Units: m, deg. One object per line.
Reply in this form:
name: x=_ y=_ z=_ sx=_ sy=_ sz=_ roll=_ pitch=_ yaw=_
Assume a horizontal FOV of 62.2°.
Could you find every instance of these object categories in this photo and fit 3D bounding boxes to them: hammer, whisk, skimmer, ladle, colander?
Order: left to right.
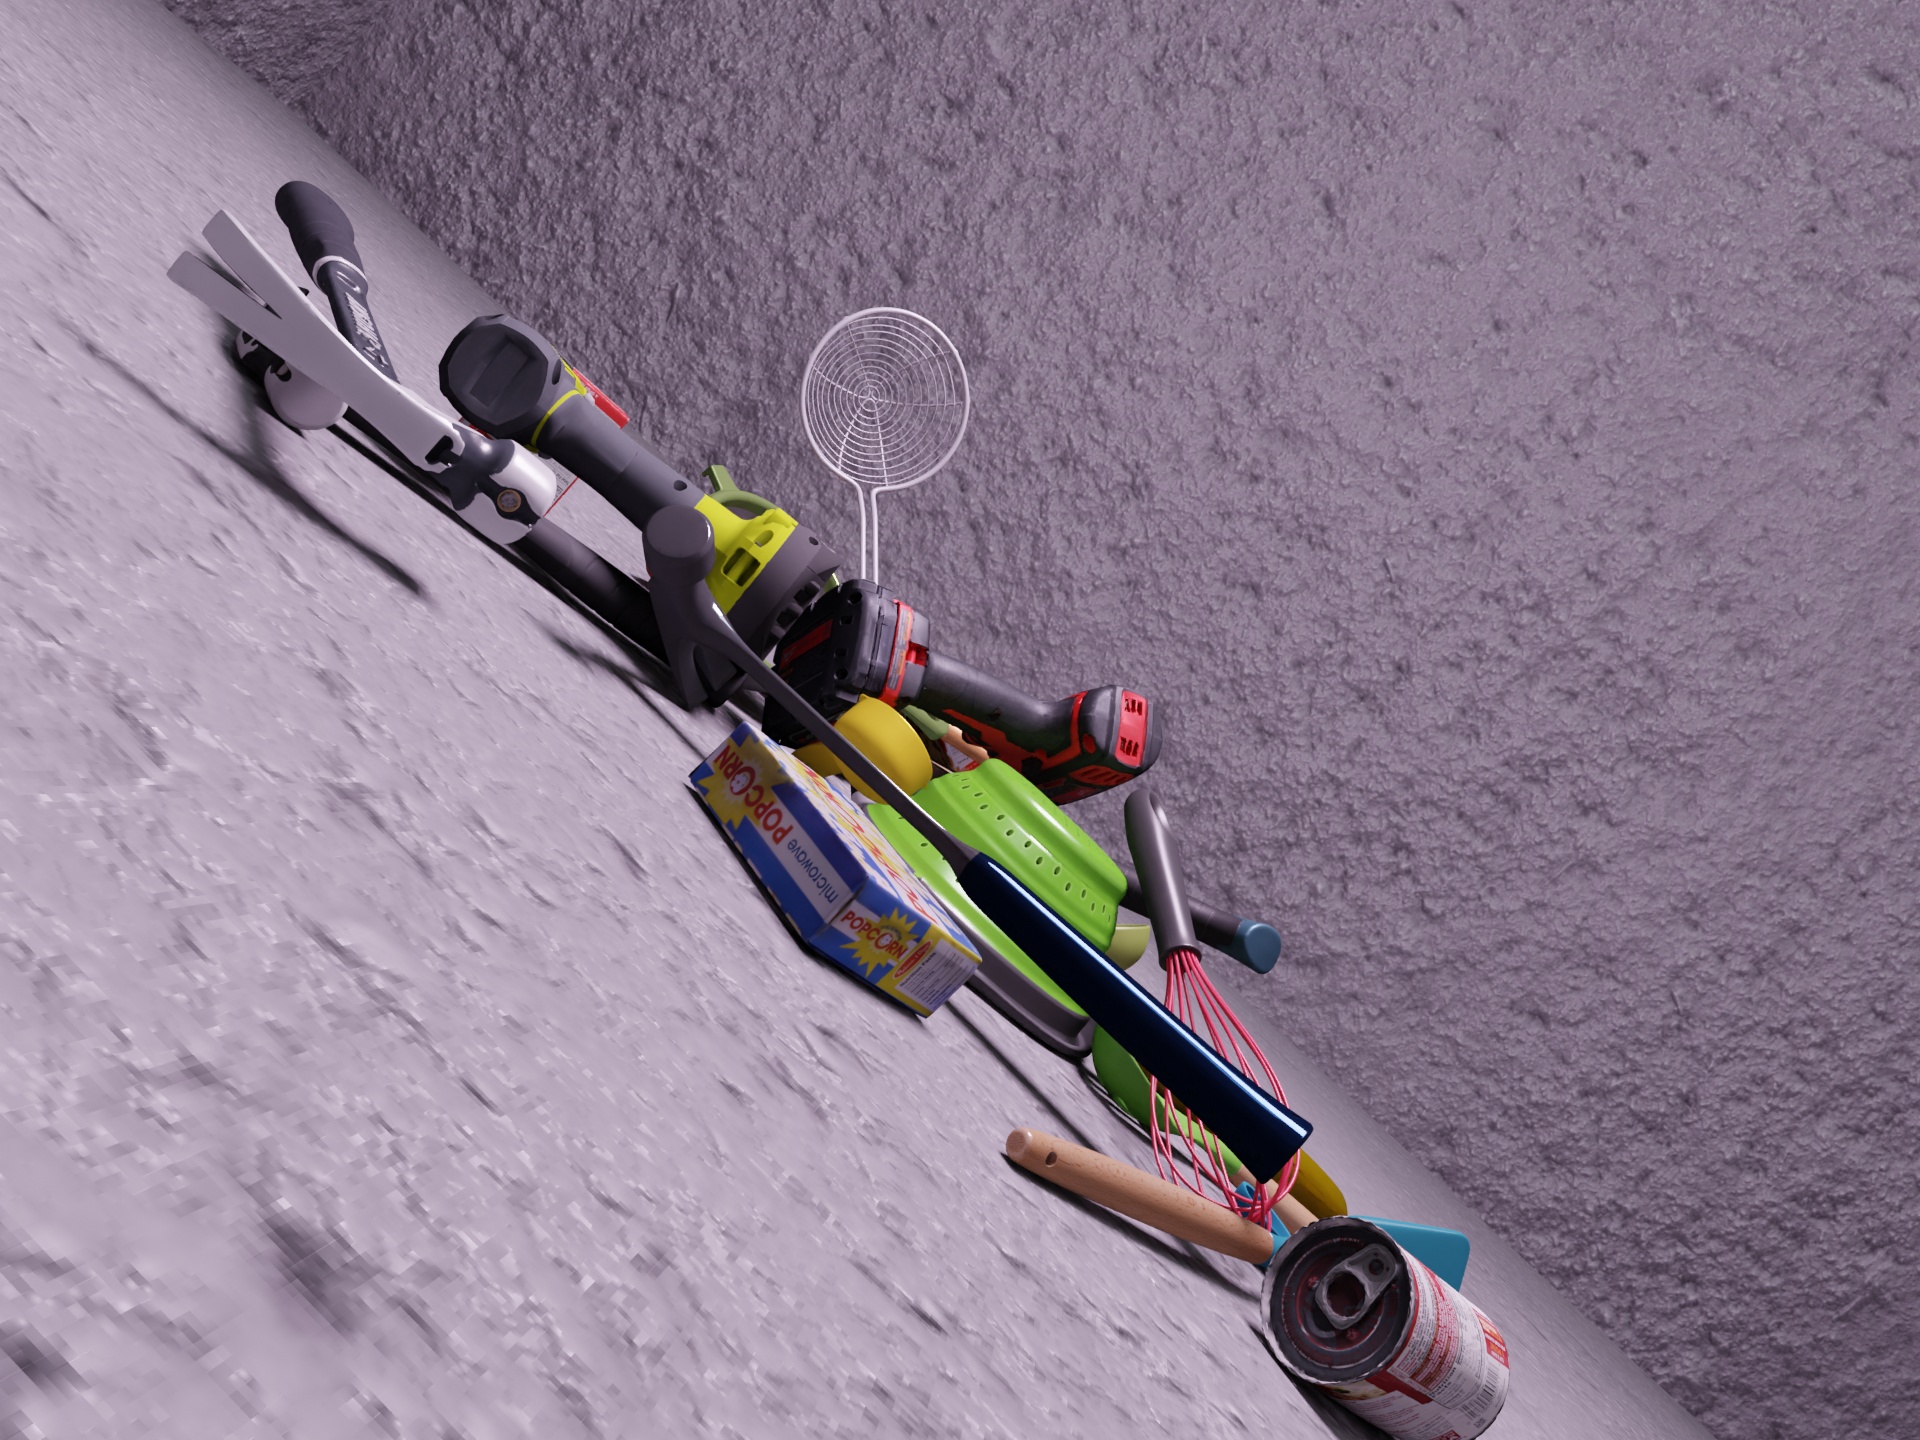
hammer: x=-0.289 y=-0.201 z=0.732 sx=0.149 sy=0.036 sz=0.409 roll=41 pitch=4 yaw=-36
hammer: x=-0.227 y=-0.102 z=0.829 sx=0.334 sy=0.035 sz=0.146 roll=41 pitch=3 yaw=-43
skimmer: x=-0.051 y=-0.114 z=1.073 sx=0.127 sy=0.090 sz=0.364 roll=12 pitch=58 yaw=-23
hammer: x=-0.003 y=0.064 z=0.755 sx=0.406 sy=0.035 sz=0.144 roll=42 pitch=-23 yaw=14
ladle: x=0.011 y=0.087 z=1.217 sx=0.320 sy=0.062 sz=0.078 roll=40 pitch=-11 yaw=-4
hammer: x=0.063 y=0.090 z=1.087 sx=0.331 sy=0.033 sz=0.128 roll=23 pitch=-13 yaw=26
colander: x=0.059 y=0.114 z=0.985 sx=0.205 sy=0.094 sz=0.396 roll=44 pitch=3 yaw=29
whisk: x=0.120 y=0.141 z=0.838 sx=0.073 sy=0.073 sz=0.296 roll=41 pitch=26 yaw=-33

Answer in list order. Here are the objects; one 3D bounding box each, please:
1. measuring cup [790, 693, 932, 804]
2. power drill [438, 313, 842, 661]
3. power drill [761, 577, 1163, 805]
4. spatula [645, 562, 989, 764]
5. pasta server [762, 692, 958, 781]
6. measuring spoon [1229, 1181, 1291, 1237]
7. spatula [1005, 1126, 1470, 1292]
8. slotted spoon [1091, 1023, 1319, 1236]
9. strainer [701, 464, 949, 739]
measuring cup: x=-0.069 y=0.025 z=0.881 sx=0.062 sy=0.029 sz=0.156 roll=56 pitch=-30 yaw=-12
power drill: x=-0.178 y=-0.131 z=0.892 sx=0.223 sy=0.080 sz=0.171 roll=39 pitch=0 yaw=-10
power drill: x=-0.002 y=-0.003 z=0.973 sx=0.219 sy=0.079 sz=0.143 roll=19 pitch=-22 yaw=-25
spatula: x=-0.089 y=-0.037 z=1.185 sx=0.322 sy=0.041 sz=0.081 roll=34 pitch=-12 yaw=2
pasta server: x=-0.039 y=0.019 z=1.187 sx=0.316 sy=0.040 sz=0.060 roll=31 pitch=-12 yaw=-19
measuring spoon: x=0.173 y=0.288 z=0.785 sx=0.129 sy=0.021 sz=0.042 roll=53 pitch=6 yaw=21
spatula: x=0.124 y=0.221 z=0.677 sx=0.044 sy=0.082 sz=0.317 roll=13 pitch=-16 yaw=46
slotted spoon: x=0.171 y=0.269 z=0.912 sx=0.313 sy=0.031 sz=0.070 roll=44 pitch=2 yaw=-25
strainer: x=-0.111 y=-0.048 z=1.097 sx=0.256 sy=0.069 sz=0.152 roll=39 pitch=36 yaw=-36
